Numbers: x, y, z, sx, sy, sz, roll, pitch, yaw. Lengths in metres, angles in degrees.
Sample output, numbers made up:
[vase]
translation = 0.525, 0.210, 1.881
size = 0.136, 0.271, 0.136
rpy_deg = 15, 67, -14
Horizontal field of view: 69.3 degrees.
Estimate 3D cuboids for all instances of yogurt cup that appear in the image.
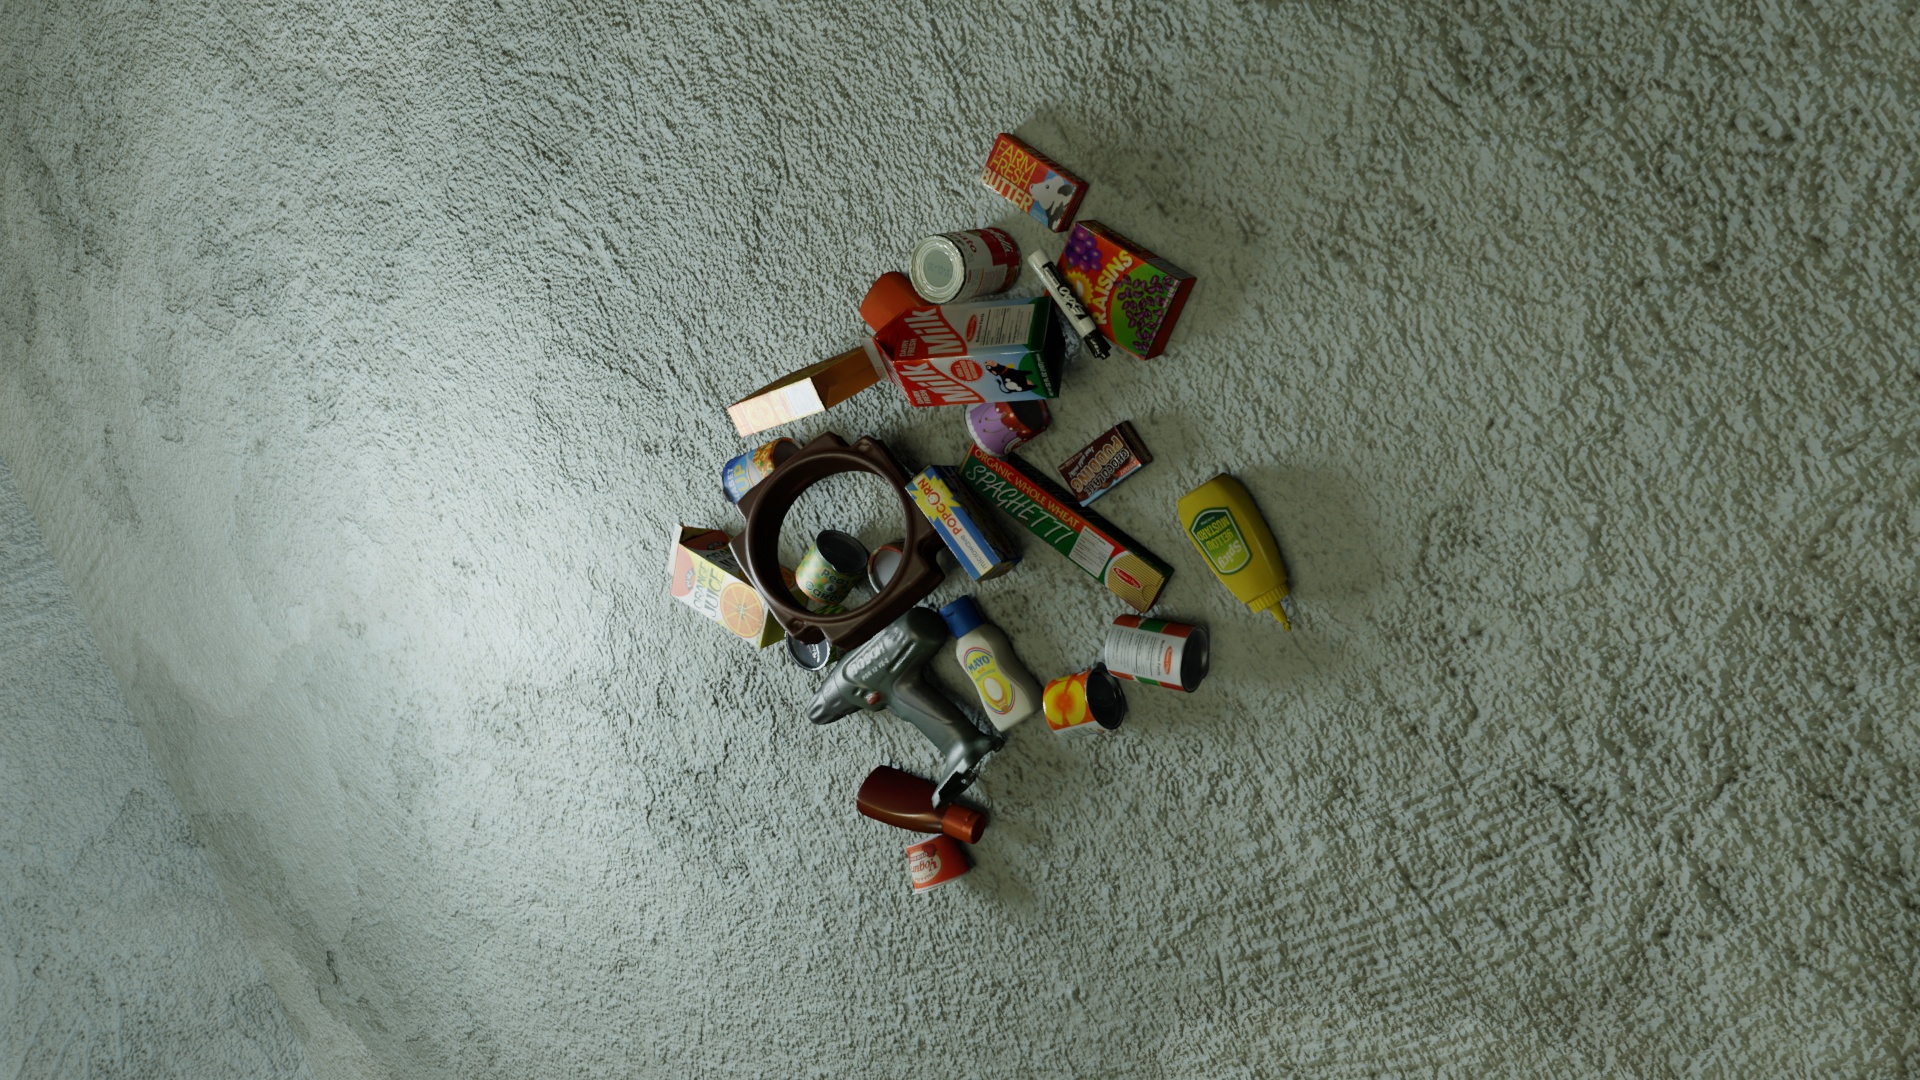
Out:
[yogurt cup]
translation = -0.028, 0.368, 1.597
size = 0.072, 0.072, 0.054
rpy_deg = -26, 80, 37

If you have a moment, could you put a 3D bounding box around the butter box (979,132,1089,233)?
[butter box]
translation = 0.070, -0.347, 1.343
size = 0.103, 0.024, 0.053
rpy_deg = 39, 123, 19

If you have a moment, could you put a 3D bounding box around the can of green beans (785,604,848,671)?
[can of green beans]
translation = -0.160, 0.112, 1.614
size = 0.071, 0.058, 0.071
rpy_deg = 11, 109, 32

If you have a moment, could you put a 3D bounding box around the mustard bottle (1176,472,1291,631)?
[mustard bottle]
translation = 0.266, 0.016, 1.299
size = 0.065, 0.049, 0.160
rpy_deg = -36, 82, 38

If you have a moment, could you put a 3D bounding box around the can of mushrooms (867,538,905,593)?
[can of mushrooms]
translation = -0.067, 0.031, 1.542
size = 0.071, 0.033, 0.070
rpy_deg = 11, 110, 33

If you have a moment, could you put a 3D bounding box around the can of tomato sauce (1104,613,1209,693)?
[can of tomato sauce]
translation = 0.194, 0.110, 1.368
size = 0.083, 0.071, 0.071
rpy_deg = 9, 109, 33

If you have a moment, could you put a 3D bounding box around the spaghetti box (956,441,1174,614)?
[spaghetti box]
translation = 0.104, -0.020, 1.412
size = 0.250, 0.029, 0.050
rpy_deg = 38, 122, 20

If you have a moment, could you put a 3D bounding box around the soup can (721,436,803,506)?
[soup can]
translation = -0.223, -0.075, 1.594
size = 0.083, 0.071, 0.071
rpy_deg = -19, 92, 37

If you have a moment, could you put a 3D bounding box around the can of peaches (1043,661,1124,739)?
[can of peaches]
translation = 0.127, 0.166, 1.430
size = 0.058, 0.071, 0.071
rpy_deg = -22, 91, 37

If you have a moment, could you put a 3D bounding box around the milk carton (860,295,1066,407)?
[milk carton]
translation = 0.001, -0.182, 1.355
size = 0.190, 0.074, 0.072
rpy_deg = -1, 145, 18

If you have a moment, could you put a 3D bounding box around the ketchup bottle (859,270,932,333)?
[ketchup bottle]
translation = -0.038, -0.210, 1.445
size = 0.149, 0.044, 0.064
rpy_deg = 47, 126, 14

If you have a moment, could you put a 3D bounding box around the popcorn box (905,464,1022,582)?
[popcorn box]
translation = 0.005, -0.018, 1.442
size = 0.038, 0.085, 0.127
rpy_deg = -39, 80, 16

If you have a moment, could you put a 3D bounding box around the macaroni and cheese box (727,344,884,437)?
[macaroni and cheese box]
translation = -0.152, -0.163, 1.463
size = 0.166, 0.124, 0.040
rpy_deg = -10, 109, 50

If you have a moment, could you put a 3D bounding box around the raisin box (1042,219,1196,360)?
[raisin box]
translation = 0.148, -0.237, 1.312
size = 0.123, 0.040, 0.085
rpy_deg = 36, 122, 22

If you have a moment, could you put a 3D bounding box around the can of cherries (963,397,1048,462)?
[can of cherries]
translation = 0.048, -0.123, 1.398
size = 0.058, 0.072, 0.071
rpy_deg = -30, 86, 35

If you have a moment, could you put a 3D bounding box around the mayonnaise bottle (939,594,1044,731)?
[mayonnaise bottle]
translation = 0.030, 0.130, 1.499
size = 0.064, 0.041, 0.148
rpy_deg = -36, 83, 36

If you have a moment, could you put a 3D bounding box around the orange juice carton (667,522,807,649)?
[orange juice carton]
translation = -0.280, 0.049, 1.668
size = 0.193, 0.073, 0.071
rpy_deg = 28, 118, 26

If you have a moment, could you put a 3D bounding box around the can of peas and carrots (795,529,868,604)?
[can of peas and carrots]
translation = -0.146, 0.032, 1.573
size = 0.071, 0.071, 0.058
rpy_deg = 45, 125, 15

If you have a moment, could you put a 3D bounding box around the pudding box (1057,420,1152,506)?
[pudding box]
translation = 0.142, -0.075, 1.369
size = 0.083, 0.030, 0.049
rpy_deg = -36, 83, 36

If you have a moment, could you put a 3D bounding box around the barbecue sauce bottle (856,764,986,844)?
[barbecue sauce bottle]
translation = -0.043, 0.306, 1.589
size = 0.148, 0.065, 0.043
rpy_deg = 15, 136, 27
